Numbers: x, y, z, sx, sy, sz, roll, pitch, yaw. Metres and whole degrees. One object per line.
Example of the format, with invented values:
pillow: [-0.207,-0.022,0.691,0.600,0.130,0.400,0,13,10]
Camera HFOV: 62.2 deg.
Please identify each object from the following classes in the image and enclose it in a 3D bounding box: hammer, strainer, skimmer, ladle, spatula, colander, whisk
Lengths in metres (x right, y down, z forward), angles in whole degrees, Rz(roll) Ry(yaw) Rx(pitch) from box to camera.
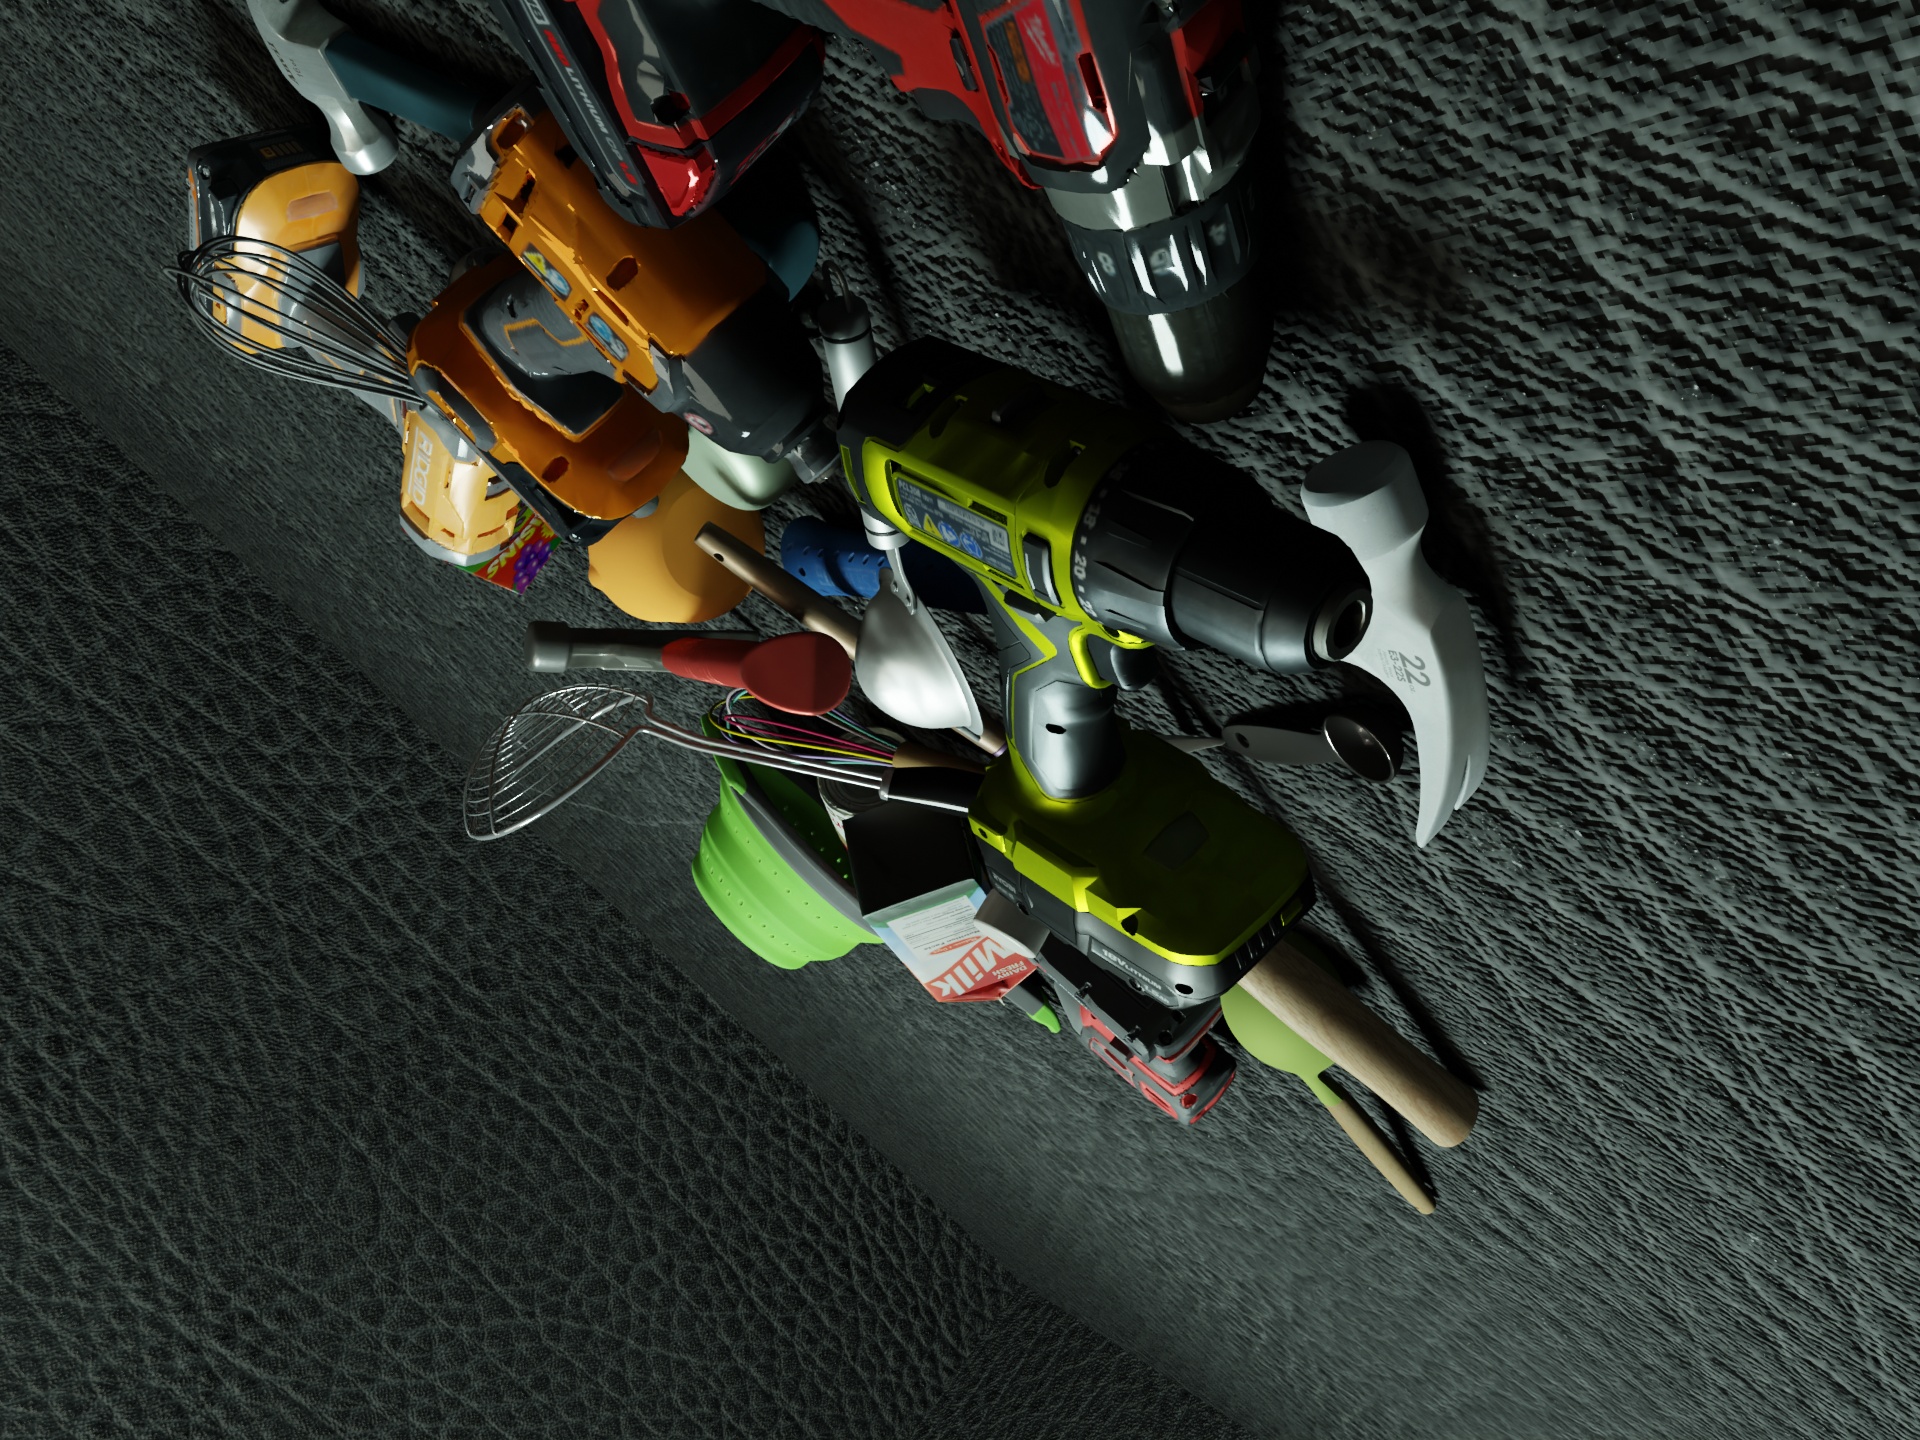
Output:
hammer: [0.151,0.119,0.759,0.331,0.130,0.031,38,164,-30]
strainer: [-0.031,-0.073,0.656,0.087,0.050,0.258,49,159,42]
skimmer: [-0.102,0.047,0.901,0.363,0.127,0.090,11,122,5]
ladle: [0.232,0.217,0.925,0.078,0.062,0.319,28,165,45]
spatula: [-0.001,-0.003,0.801,0.315,0.018,0.060,35,145,-18]
colander: [-0.072,0.154,1.177,0.396,0.094,0.205,42,-173,-33]
whisk: [-0.055,0.020,0.958,0.245,0.051,0.047,16,-177,30]
hammer: [0.041,-0.048,0.656,0.406,0.035,0.144,15,140,54]
hammer: [-0.187,-0.245,0.670,0.331,0.033,0.128,30,160,26]
hammer: [-0.128,-0.032,0.854,0.149,0.037,0.359,1,-177,-25]
whisk: [-0.245,-0.151,0.736,0.238,0.055,0.055,26,170,-32]

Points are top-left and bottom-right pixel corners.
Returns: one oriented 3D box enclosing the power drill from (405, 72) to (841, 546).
power drill: [-0.135,-0.140,0.631,0.164,0.084,0.226,47,158,-14]

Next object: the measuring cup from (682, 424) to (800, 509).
measuring cup: [-0.148,-0.163,0.768,0.167,0.038,0.083,38,161,2]

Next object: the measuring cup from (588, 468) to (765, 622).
measuring cup: [-0.159,-0.131,0.827,0.052,0.095,0.173,11,128,46]

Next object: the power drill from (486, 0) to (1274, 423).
power drill: [-0.016,-0.175,0.444,0.227,0.080,0.187,22,155,36]

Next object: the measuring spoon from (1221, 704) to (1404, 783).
measuring spoon: [0.142,0.006,0.648,0.034,0.018,0.124,54,165,-12]

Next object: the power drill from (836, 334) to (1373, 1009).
power drill: [0.057,-0.008,0.540,0.191,0.080,0.228,31,151,39]

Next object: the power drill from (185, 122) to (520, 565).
power drill: [-0.301,-0.213,0.821,0.226,0.084,0.185,45,139,12]

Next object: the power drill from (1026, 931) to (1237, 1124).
power drill: [0.102,0.168,0.982,0.143,0.078,0.219,40,166,24]
